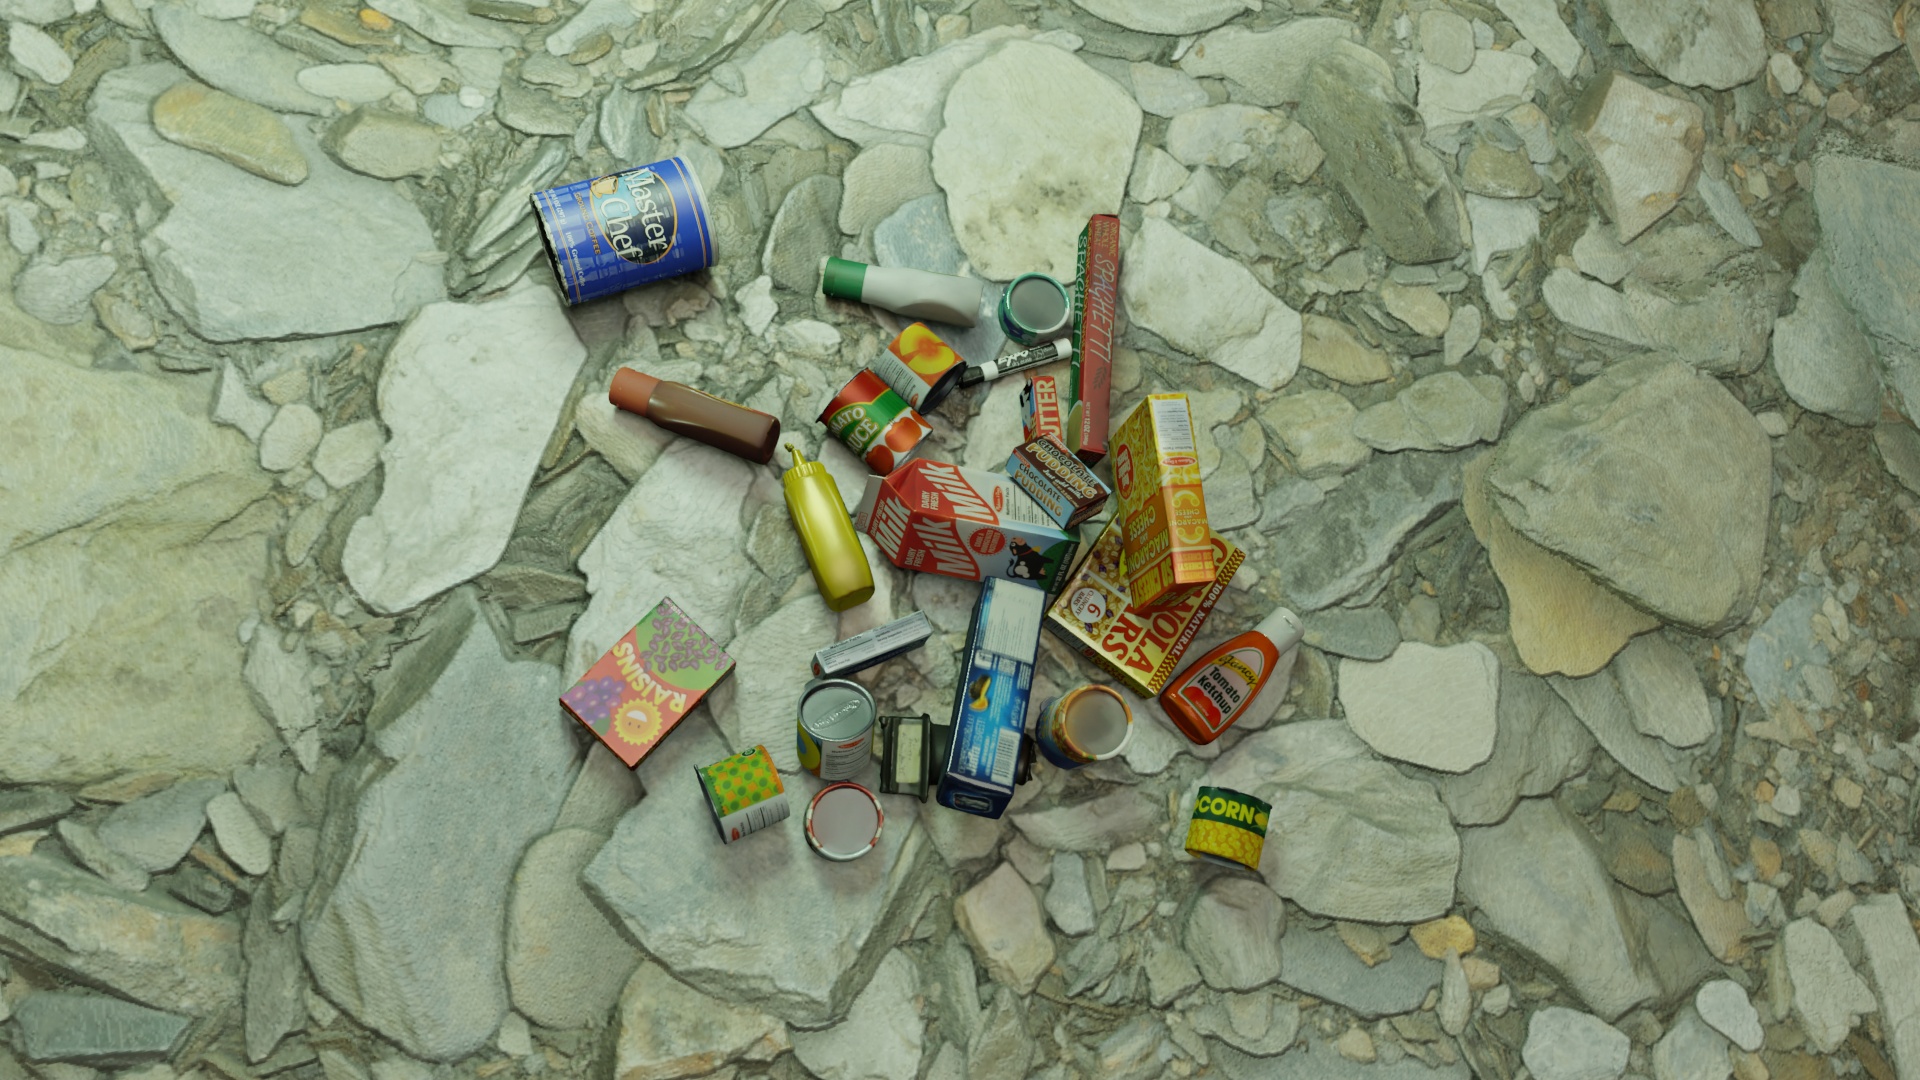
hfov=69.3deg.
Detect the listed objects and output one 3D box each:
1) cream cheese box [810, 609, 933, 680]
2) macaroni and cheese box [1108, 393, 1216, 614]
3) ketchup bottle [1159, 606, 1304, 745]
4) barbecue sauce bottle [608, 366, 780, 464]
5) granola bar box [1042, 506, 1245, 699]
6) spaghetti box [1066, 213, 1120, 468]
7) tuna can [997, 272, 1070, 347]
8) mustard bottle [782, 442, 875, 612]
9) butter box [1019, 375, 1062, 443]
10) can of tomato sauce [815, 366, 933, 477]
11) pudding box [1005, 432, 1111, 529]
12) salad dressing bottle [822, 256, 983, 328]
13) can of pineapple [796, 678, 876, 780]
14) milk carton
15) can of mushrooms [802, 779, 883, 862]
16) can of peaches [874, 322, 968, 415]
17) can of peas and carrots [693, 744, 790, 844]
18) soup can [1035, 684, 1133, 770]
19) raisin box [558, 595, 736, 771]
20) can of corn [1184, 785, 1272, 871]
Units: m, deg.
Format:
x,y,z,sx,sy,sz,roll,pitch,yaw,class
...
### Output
x,y,z,sx,sy,sz,roll,pitch,yaw,class
-0.077,0.094,1.210,0.104,0.053,0.024,-21,79,-17,cream cheese box
0.176,-0.030,1.220,0.040,0.123,0.167,-4,75,-11,macaroni and cheese box
0.255,0.120,1.280,0.149,0.043,0.065,-39,86,-19,ketchup bottle
-0.236,-0.112,1.230,0.148,0.064,0.044,20,80,3,barbecue sauce bottle
0.169,0.045,1.284,0.124,0.039,0.166,36,70,0,granola bar box
0.127,-0.194,1.336,0.029,0.050,0.250,8,73,-11,spaghetti box
0.070,-0.225,1.341,0.071,0.032,0.071,3,75,-12,tuna can
-0.122,-0.018,1.227,0.049,0.065,0.160,-19,76,-12,mustard bottle
0.076,-0.097,1.296,0.024,0.053,0.103,-3,76,-11,butter box
-0.077,-0.104,1.257,0.083,0.071,0.071,43,71,1,can of tomato sauce
0.086,-0.053,1.224,0.050,0.030,0.084,-24,61,-39,pudding box
-0.054,-0.235,1.304,0.148,0.064,0.044,11,83,-1,salad dressing bottle
-0.106,0.158,1.172,0.071,0.057,0.071,4,44,-4,can of pineapple
0.004,-0.015,1.235,0.191,0.072,0.074,11,42,-10,milk carton
-0.099,0.236,1.176,0.071,0.033,0.071,3,75,-11,can of mushrooms
-0.036,-0.159,1.280,0.058,0.071,0.071,41,71,8,can of peaches
-0.181,0.207,1.150,0.059,0.070,0.071,-20,80,-17,can of peas and carrots
0.106,0.162,1.215,0.071,0.083,0.071,3,74,-11,soup can
-0.263,0.120,1.170,0.086,0.040,0.124,43,70,1,raisin box
0.235,0.254,1.225,0.071,0.071,0.058,20,73,-6,can of corn
